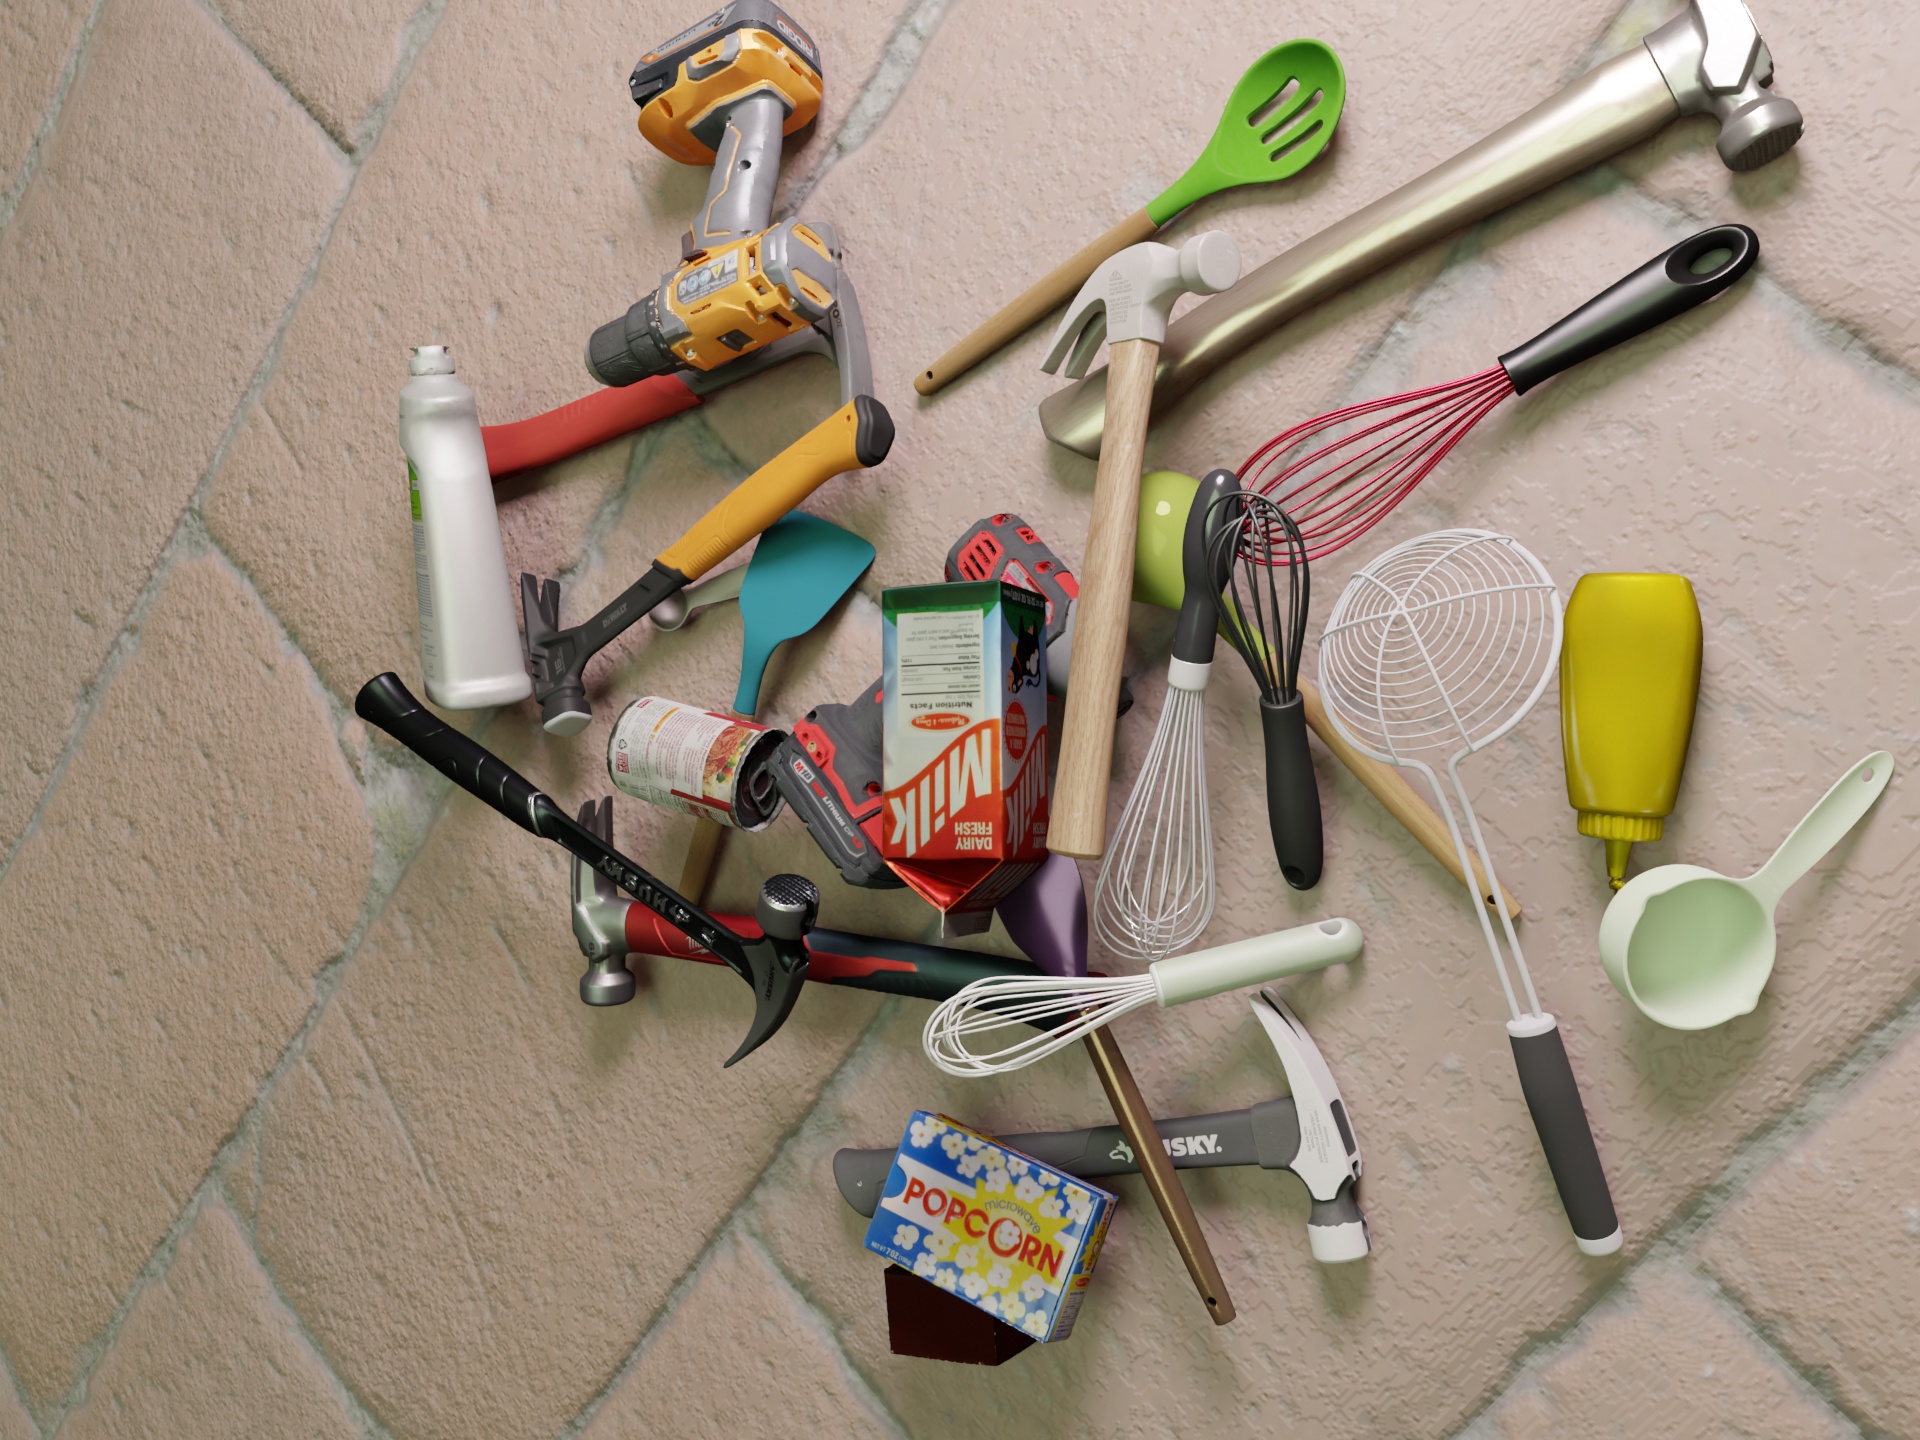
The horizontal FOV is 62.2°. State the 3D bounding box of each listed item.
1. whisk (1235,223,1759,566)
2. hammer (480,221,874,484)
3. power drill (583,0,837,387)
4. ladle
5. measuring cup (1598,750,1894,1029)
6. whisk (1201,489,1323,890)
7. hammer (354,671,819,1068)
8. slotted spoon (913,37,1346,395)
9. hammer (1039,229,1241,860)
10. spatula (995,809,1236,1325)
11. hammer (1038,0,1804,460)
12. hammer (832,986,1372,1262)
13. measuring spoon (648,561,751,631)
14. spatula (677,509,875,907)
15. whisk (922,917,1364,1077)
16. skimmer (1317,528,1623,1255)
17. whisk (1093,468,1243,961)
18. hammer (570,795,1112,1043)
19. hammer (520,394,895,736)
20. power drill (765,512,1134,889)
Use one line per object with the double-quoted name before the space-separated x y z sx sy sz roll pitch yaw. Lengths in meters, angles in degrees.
"whisk" 0.266 -0.167 0.822 0.296 0.073 0.073 -30 75 19
"hammer" -0.220 -0.215 1.111 0.359 0.036 0.149 -14 82 28
"power drill" -0.168 -0.330 1.031 0.185 0.084 0.226 -15 68 31
"ladle" 0.190 -0.015 0.875 0.320 0.062 0.078 48 116 14
"measuring cup" 0.376 0.074 0.762 0.083 0.038 0.167 44 91 -12
"whisk" 0.164 -0.010 0.829 0.055 0.055 0.238 3 121 30
"hammer" -0.259 0.075 1.042 0.409 0.036 0.149 30 125 25
"slotted spoon" 0.092 -0.284 0.939 0.313 0.031 0.070 -31 74 28
"hammer" 0.079 -0.091 0.863 0.130 0.031 0.331 7 90 57
"spatula" 0.082 0.184 0.889 0.060 0.018 0.316 -28 80 26
"hammer" 0.214 -0.266 0.862 0.410 0.038 0.146 -26 75 27
"hammer" 0.066 0.251 0.938 0.335 0.035 0.146 -15 82 29
"measuring spoon" -0.159 -0.090 1.088 0.124 0.018 0.034 -16 82 22
"spatula" -0.146 0.016 1.070 0.082 0.044 0.317 25 107 18
"whisk" 0.099 0.147 0.862 0.246 0.058 0.059 -14 117 -1
"skimmer" 0.278 0.085 0.802 0.127 0.090 0.363 -15 97 37
"whisk" 0.119 0.004 0.866 0.070 0.070 0.284 17 112 29
"hammer" -0.089 0.134 1.012 0.386 0.038 0.143 4 99 27
"hammer" -0.175 -0.118 1.056 0.337 0.034 0.127 -31 62 30
"power drill" -0.002 -0.003 0.961 0.219 0.078 0.143 -46 69 18
